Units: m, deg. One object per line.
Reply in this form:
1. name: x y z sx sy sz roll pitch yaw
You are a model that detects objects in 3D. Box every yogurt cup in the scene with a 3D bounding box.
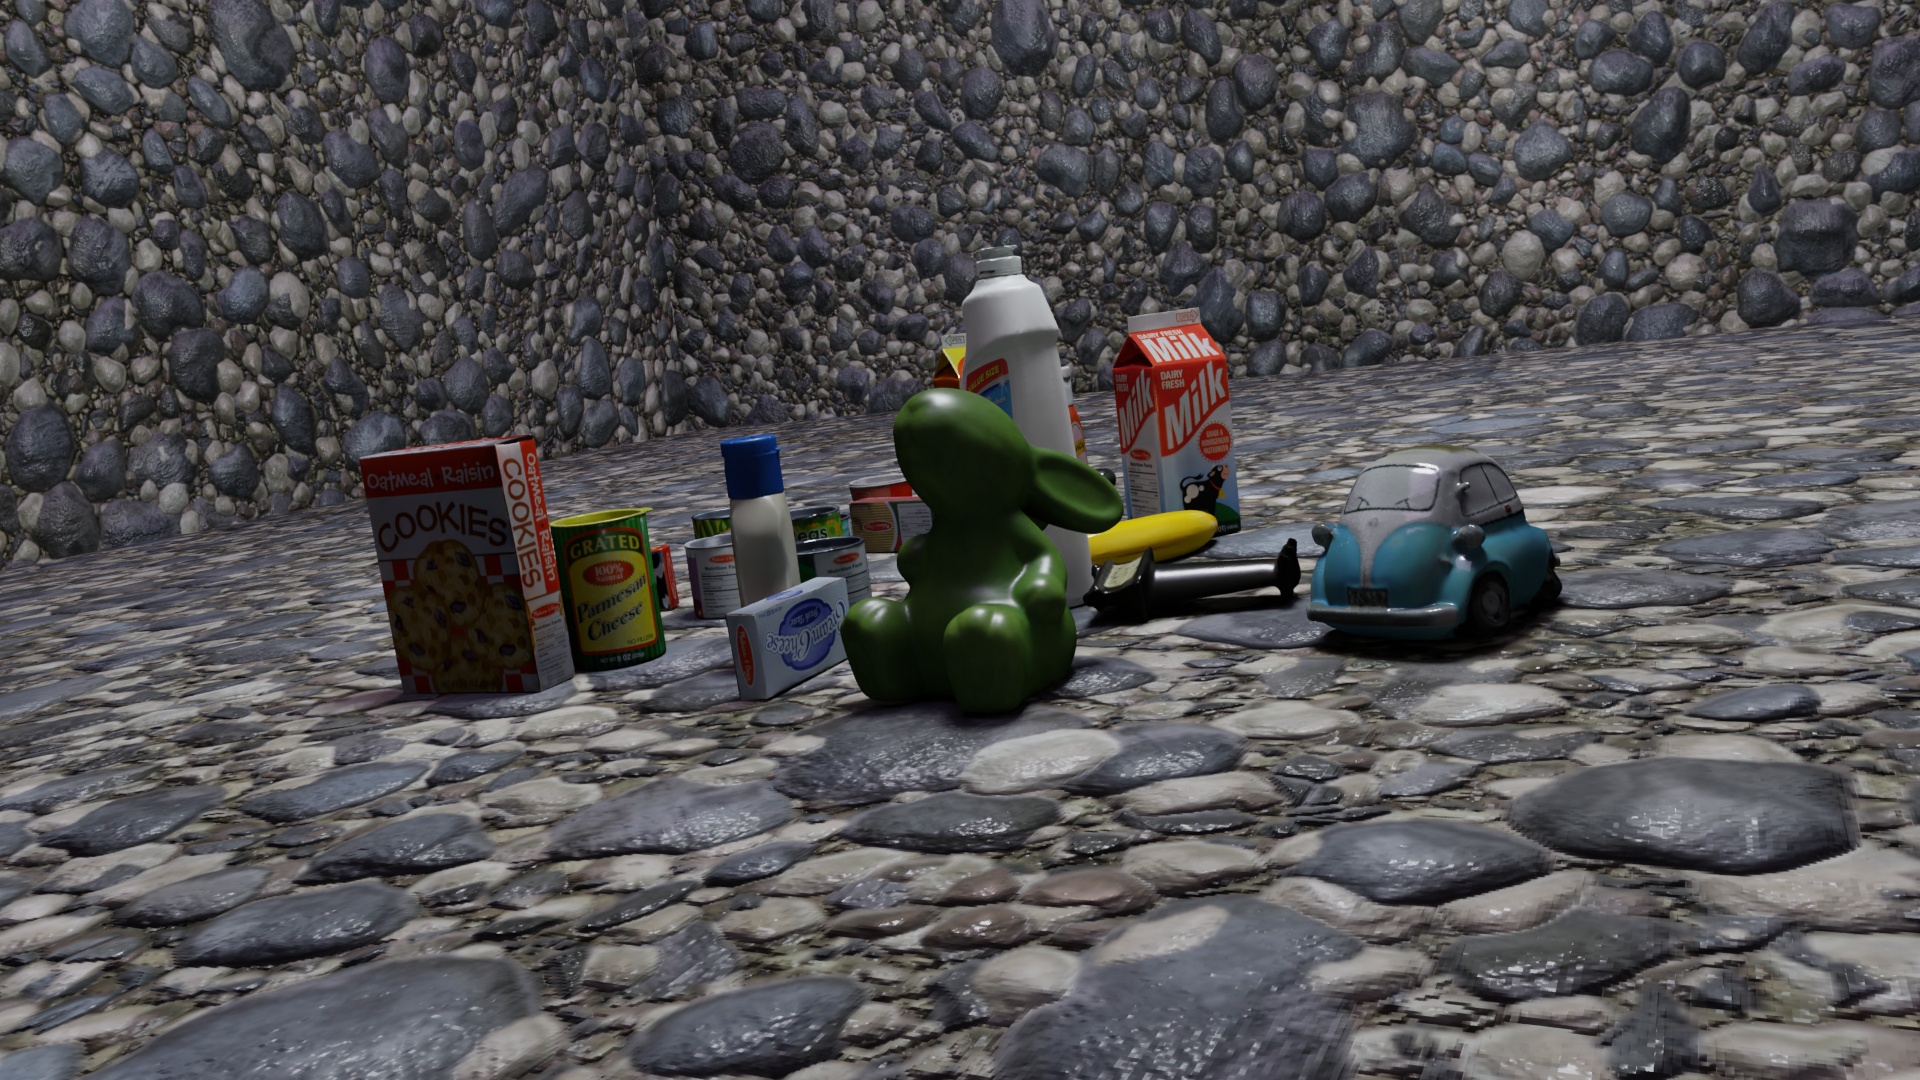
1. yogurt cup: -0.080 -0.039 1.453 0.072 0.054 0.072 -7 9 1

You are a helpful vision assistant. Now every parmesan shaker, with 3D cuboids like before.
1. parmesan shaker: -0.243 0.033 0.974 0.071 0.103 0.071 -7 8 1

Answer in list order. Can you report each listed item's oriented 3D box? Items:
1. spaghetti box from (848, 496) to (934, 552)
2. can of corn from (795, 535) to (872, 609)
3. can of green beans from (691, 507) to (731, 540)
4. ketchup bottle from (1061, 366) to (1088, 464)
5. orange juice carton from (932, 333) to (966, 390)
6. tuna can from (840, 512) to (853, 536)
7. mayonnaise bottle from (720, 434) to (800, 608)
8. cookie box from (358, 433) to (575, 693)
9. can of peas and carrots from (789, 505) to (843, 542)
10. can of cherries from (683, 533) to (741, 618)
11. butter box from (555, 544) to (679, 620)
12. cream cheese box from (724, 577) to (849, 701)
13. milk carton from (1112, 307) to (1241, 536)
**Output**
1. spaghetti box: 0.004 -0.016 1.252 0.250 0.050 0.029 -1 11 36
2. can of corn: -0.100 0.031 1.016 0.071 0.058 0.071 -7 9 1
3. can of green beans: -0.214 0.001 1.297 0.071 0.057 0.071 -7 9 1
4. ketchup bottle: 0.096 -0.094 1.352 0.043 0.148 0.065 -1 10 37
5. orange juice carton: 0.024 -0.116 1.408 0.072 0.192 0.073 -11 9 -22
6. tuna can: -0.140 -0.005 1.358 0.071 0.032 0.071 -7 9 1
7. mayonnaise bottle: -0.128 0.006 0.906 0.041 0.147 0.065 -8 8 -1
8. cookie box: -0.333 0.017 0.939 0.123 0.167 0.040 -3 9 25
9. can of peas and carrots: -0.134 0.004 1.214 0.071 0.058 0.071 -7 9 1
10. can of cherries: -0.183 0.027 1.110 0.071 0.058 0.071 -7 9 1
11. butter box: -0.290 0.036 1.154 0.103 0.053 0.024 -7 8 5
12. cream cheese box: -0.103 0.059 0.857 0.024 0.053 0.104 -3 10 27
13. milk carton: 0.181 -0.098 1.175 0.072 0.190 0.073 -11 9 -21
